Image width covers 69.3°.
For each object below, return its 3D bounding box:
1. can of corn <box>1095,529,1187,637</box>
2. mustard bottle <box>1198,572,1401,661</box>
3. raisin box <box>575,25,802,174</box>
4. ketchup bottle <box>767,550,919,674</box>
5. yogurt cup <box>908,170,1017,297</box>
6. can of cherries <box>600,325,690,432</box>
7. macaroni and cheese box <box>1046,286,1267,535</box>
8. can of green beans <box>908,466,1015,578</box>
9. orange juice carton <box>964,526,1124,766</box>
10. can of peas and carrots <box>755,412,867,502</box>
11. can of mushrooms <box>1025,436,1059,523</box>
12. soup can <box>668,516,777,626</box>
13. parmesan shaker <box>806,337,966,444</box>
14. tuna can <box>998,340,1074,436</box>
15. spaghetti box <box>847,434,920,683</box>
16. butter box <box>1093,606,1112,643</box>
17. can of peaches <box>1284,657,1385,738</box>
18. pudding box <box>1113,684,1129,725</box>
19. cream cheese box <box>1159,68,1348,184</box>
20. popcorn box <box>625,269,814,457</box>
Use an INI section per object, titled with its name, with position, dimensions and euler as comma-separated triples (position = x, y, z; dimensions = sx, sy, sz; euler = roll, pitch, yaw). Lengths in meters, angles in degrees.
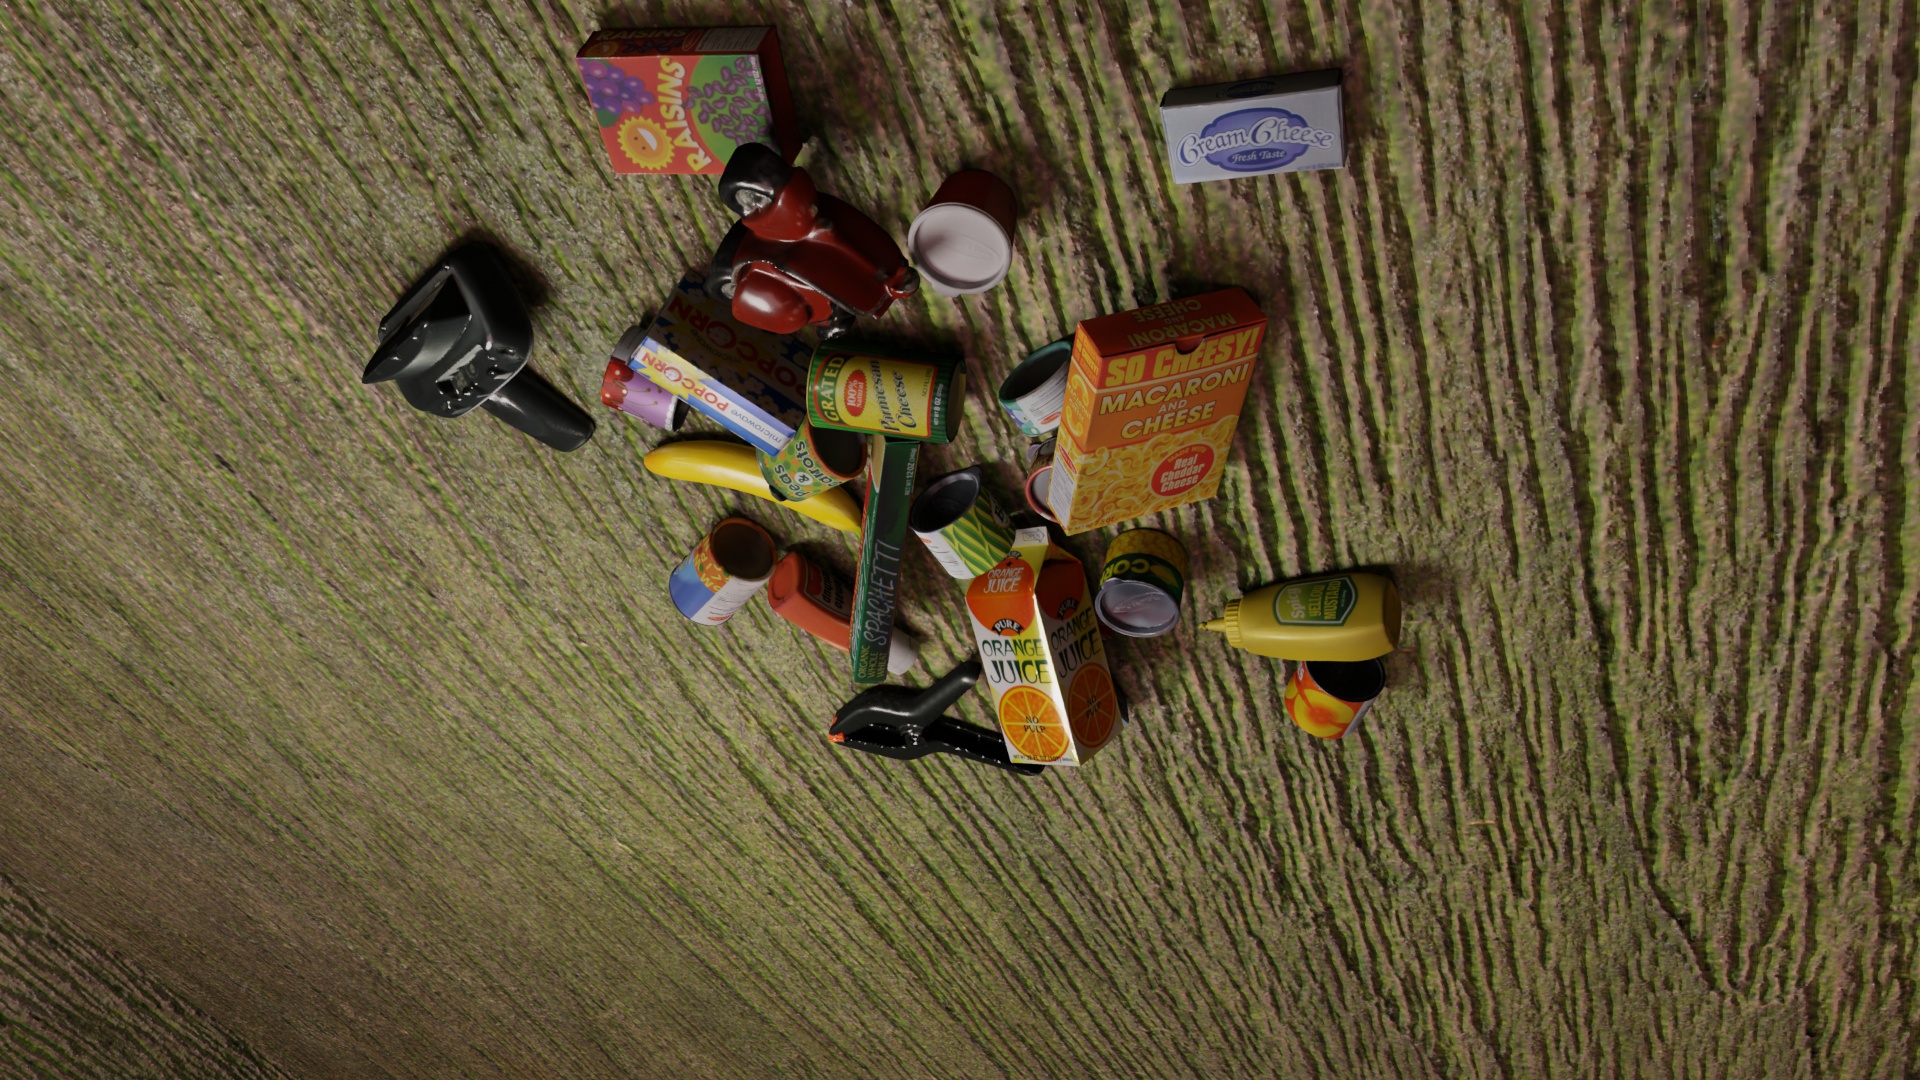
[can of corn]
position = 0.142, 0.032, 1.097
dimensions = 0.071, 0.058, 0.070
euler = 10, 138, 9
[mustard bottle]
position = 0.260, 0.063, 1.088
dimensions = 0.160, 0.065, 0.048
euler = -7, 137, 30
[raisin box]
position = -0.171, -0.280, 0.886
dimensions = 0.123, 0.040, 0.085
euler = 3, 137, 14
[ketchup bottle]
position = -0.101, 0.070, 1.221
dimensions = 0.043, 0.065, 0.148
euler = -39, 125, 22
[yogurt cup]
position = 0.005, -0.202, 0.897
dimensions = 0.072, 0.054, 0.072
euler = 10, 138, 9
[can of cherries]
position = -0.234, -0.121, 1.055
dimensions = 0.058, 0.072, 0.071
euler = 21, 138, -3
[macaroni and cheese box]
position = 0.131, -0.085, 0.944
dimensions = 0.124, 0.040, 0.165
euler = -15, 141, -18
[can of green beans]
position = 0.002, -0.012, 1.092
dimensions = 0.071, 0.071, 0.057
euler = -15, 130, 31
[orange juice carton]
position = 0.065, 0.082, 1.128
dimensions = 0.071, 0.073, 0.192
euler = -5, 106, 40
[can of peas and carrots]
position = -0.114, -0.068, 1.069
dimensions = 0.058, 0.071, 0.071
euler = -21, 126, 35
[can of mushrooms]
position = 0.081, -0.046, 1.054
dimensions = 0.071, 0.034, 0.070
euler = 10, 139, 9
[soup can]
position = -0.207, 0.025, 1.206
dimensions = 0.071, 0.072, 0.083
euler = 33, 135, -16
[parmesan shaker]
position = -0.052, -0.111, 1.007
dimensions = 0.103, 0.072, 0.071
euler = 8, 137, 10
[tuna can]
position = 0.061, -0.108, 0.972
dimensions = 0.071, 0.071, 0.032
euler = -22, 119, 36
[spaghetti box]
position = -0.063, 0.010, 1.111
dimensions = 0.029, 0.050, 0.248
euler = 0, 128, -13
[butter box]
position = 0.081, 0.087, 1.202
dimensions = 0.053, 0.024, 0.103
euler = 32, 137, -16
[can of peaches]
position = 0.301, 0.118, 1.130
dimensions = 0.071, 0.071, 0.057
euler = 15, 139, 3
[pudding box]
position = 0.111, 0.141, 1.224
dimensions = 0.049, 0.030, 0.083
euler = -17, 145, 21
[cream cheese box]
position = 0.173, -0.242, 0.818
dimensions = 0.104, 0.024, 0.053
euler = -1, 135, 20
[popcorn box]
position = -0.166, -0.128, 1.011
dimensions = 0.126, 0.085, 0.038
euler = 33, 135, -15
